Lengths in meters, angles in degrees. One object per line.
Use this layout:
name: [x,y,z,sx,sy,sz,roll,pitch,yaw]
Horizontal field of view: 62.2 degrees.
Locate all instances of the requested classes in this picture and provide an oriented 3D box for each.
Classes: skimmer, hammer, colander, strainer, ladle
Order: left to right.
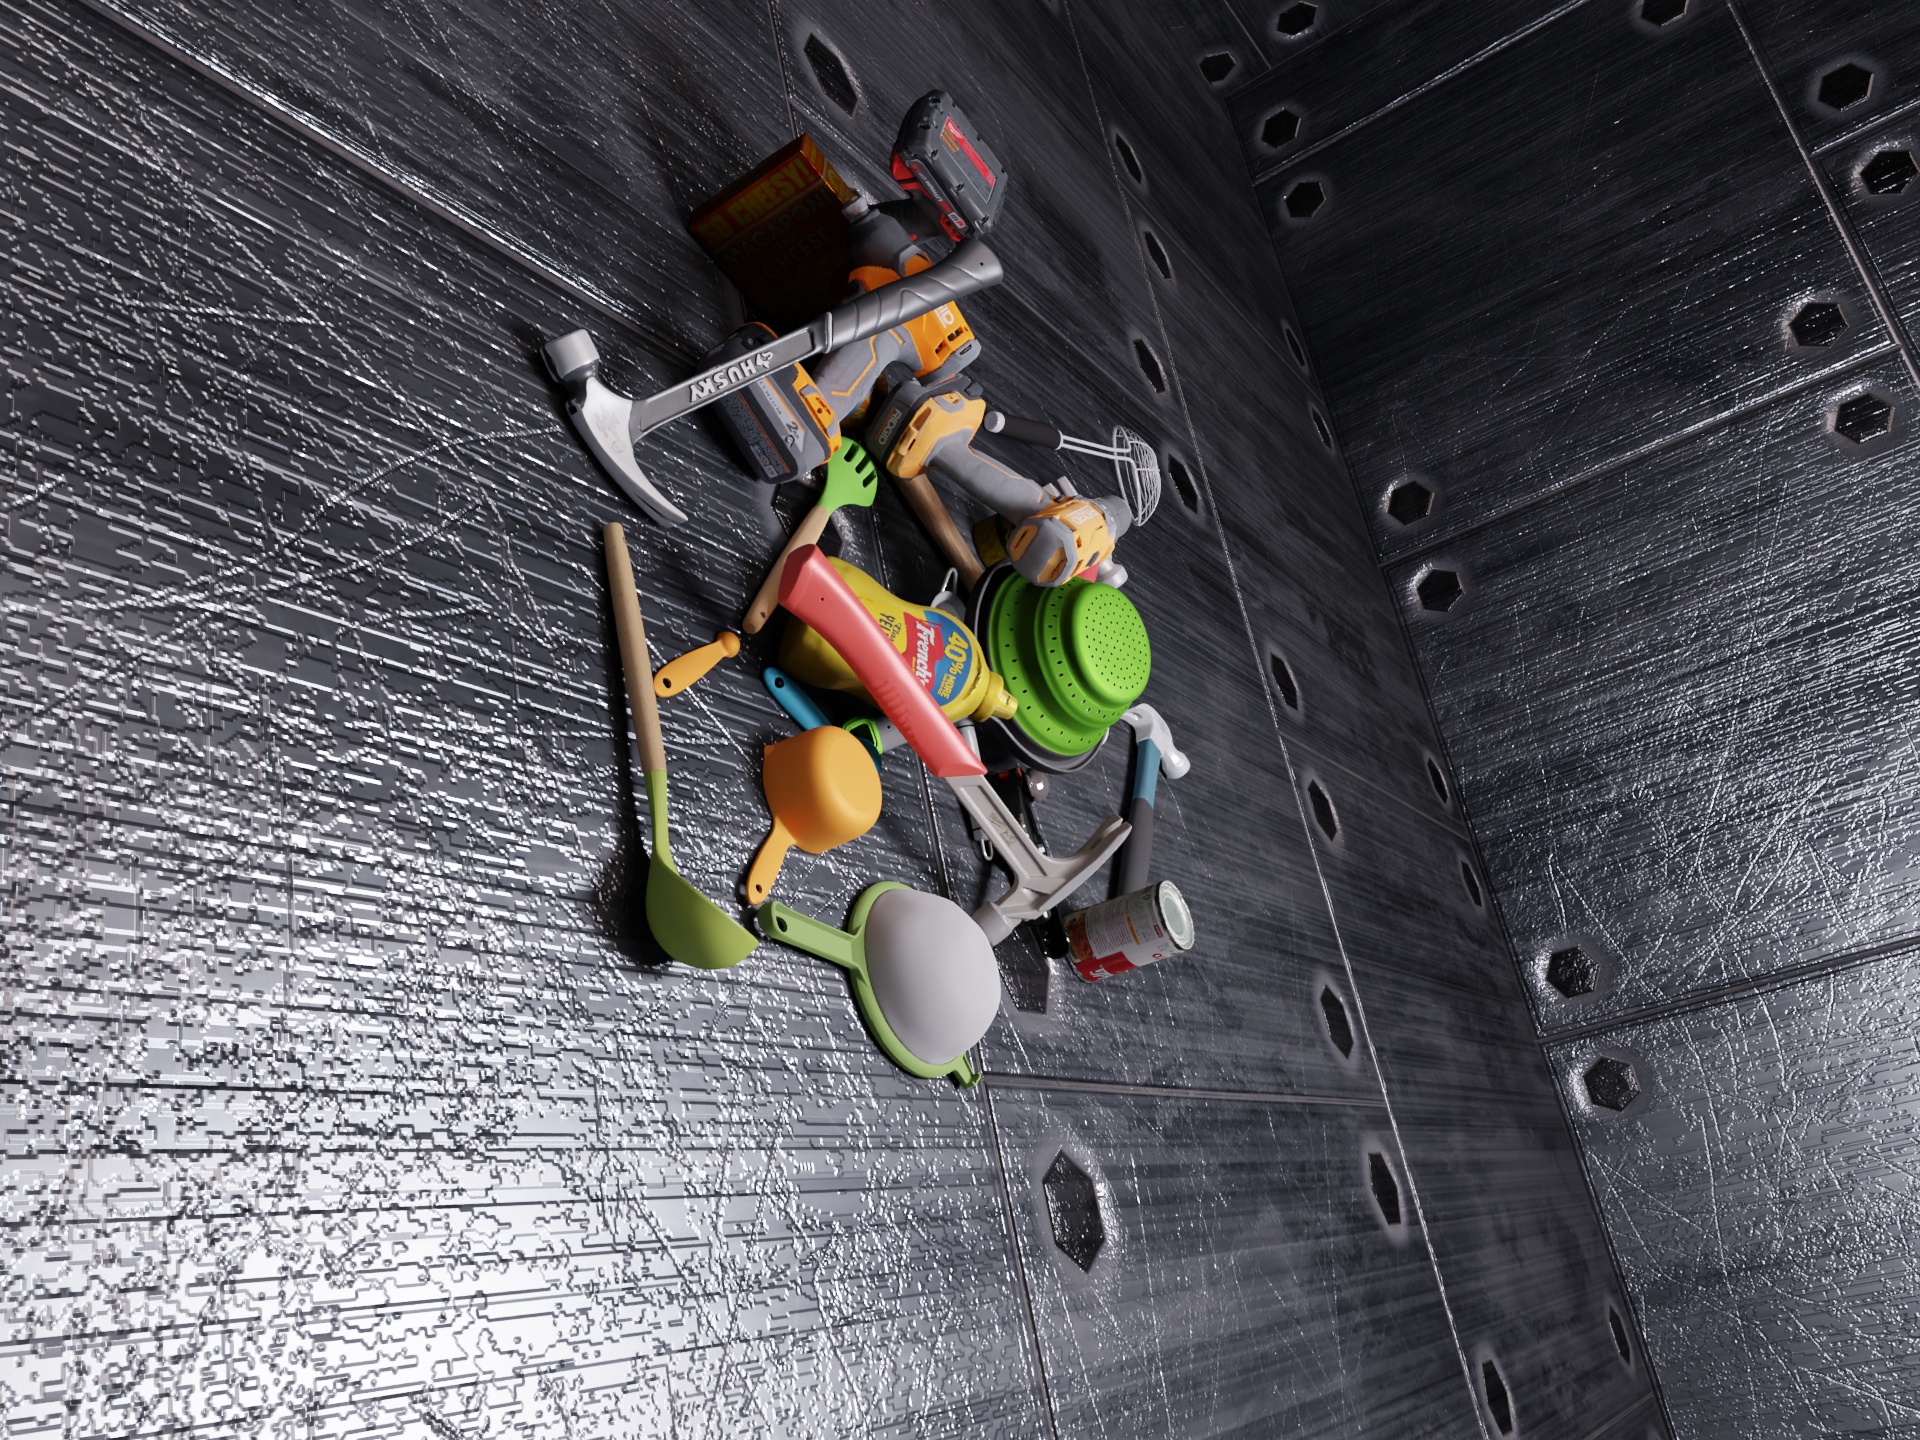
ladle: [-0.188,0.007,1.016,0.078,0.062,0.320,74,1,-67]
hammer: [-0.114,-0.283,1.206,0.409,0.036,0.149,-34,105,-34]
strainer: [-0.042,0.165,1.141,0.256,0.069,0.152,33,41,-50]
hammer: [-0.025,-0.196,1.505,0.331,0.031,0.130,56,28,-19]
hammer: [-0.013,0.007,1.201,0.358,0.149,0.037,54,-7,-27]
strainer: [-0.002,-0.004,1.387,0.086,0.050,0.258,9,67,-61]
colander: [0.054,-0.039,1.359,0.397,0.094,0.204,-23,95,-49]
hammer: [0.111,-0.135,1.667,0.143,0.038,0.386,56,23,-17]
skimmer: [0.127,-0.310,1.883,0.363,0.090,0.127,3,70,-50]
hammer: [0.190,0.101,1.666,0.128,0.033,0.331,54,29,-26]

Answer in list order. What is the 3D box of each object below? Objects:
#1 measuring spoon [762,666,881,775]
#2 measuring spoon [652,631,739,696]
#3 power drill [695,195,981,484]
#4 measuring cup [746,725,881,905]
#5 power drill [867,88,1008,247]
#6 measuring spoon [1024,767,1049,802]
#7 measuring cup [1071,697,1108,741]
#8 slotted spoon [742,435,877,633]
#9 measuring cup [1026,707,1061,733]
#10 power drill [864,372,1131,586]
measuring spoon: [-0.102,0.005,1.200,0.128,0.021,0.042,48,61,-26]
measuring spoon: [-0.183,-0.040,1.109,0.021,0.011,0.117,62,26,-9]
power drill: [-0.102,-0.312,1.287,0.226,0.084,0.164,-42,111,-28]
measuring cup: [-0.105,0.069,1.120,0.095,0.052,0.174,56,26,-20]
power drill: [-0.081,-0.453,1.398,0.143,0.220,0.079,44,47,-35]
measuring spoon: [0.070,0.057,1.445,0.124,0.018,0.034,23,48,-85]
measuring cup: [0.139,-0.020,1.646,0.167,0.038,0.083,-42,124,-68]
slotted spoon: [-0.121,-0.156,1.302,0.070,0.031,0.314,53,31,-22]
measuring cup: [0.077,-0.016,1.568,0.062,0.029,0.157,60,15,-19]
power drill: [0.046,-0.218,1.430,0.226,0.084,0.185,40,31,10]
